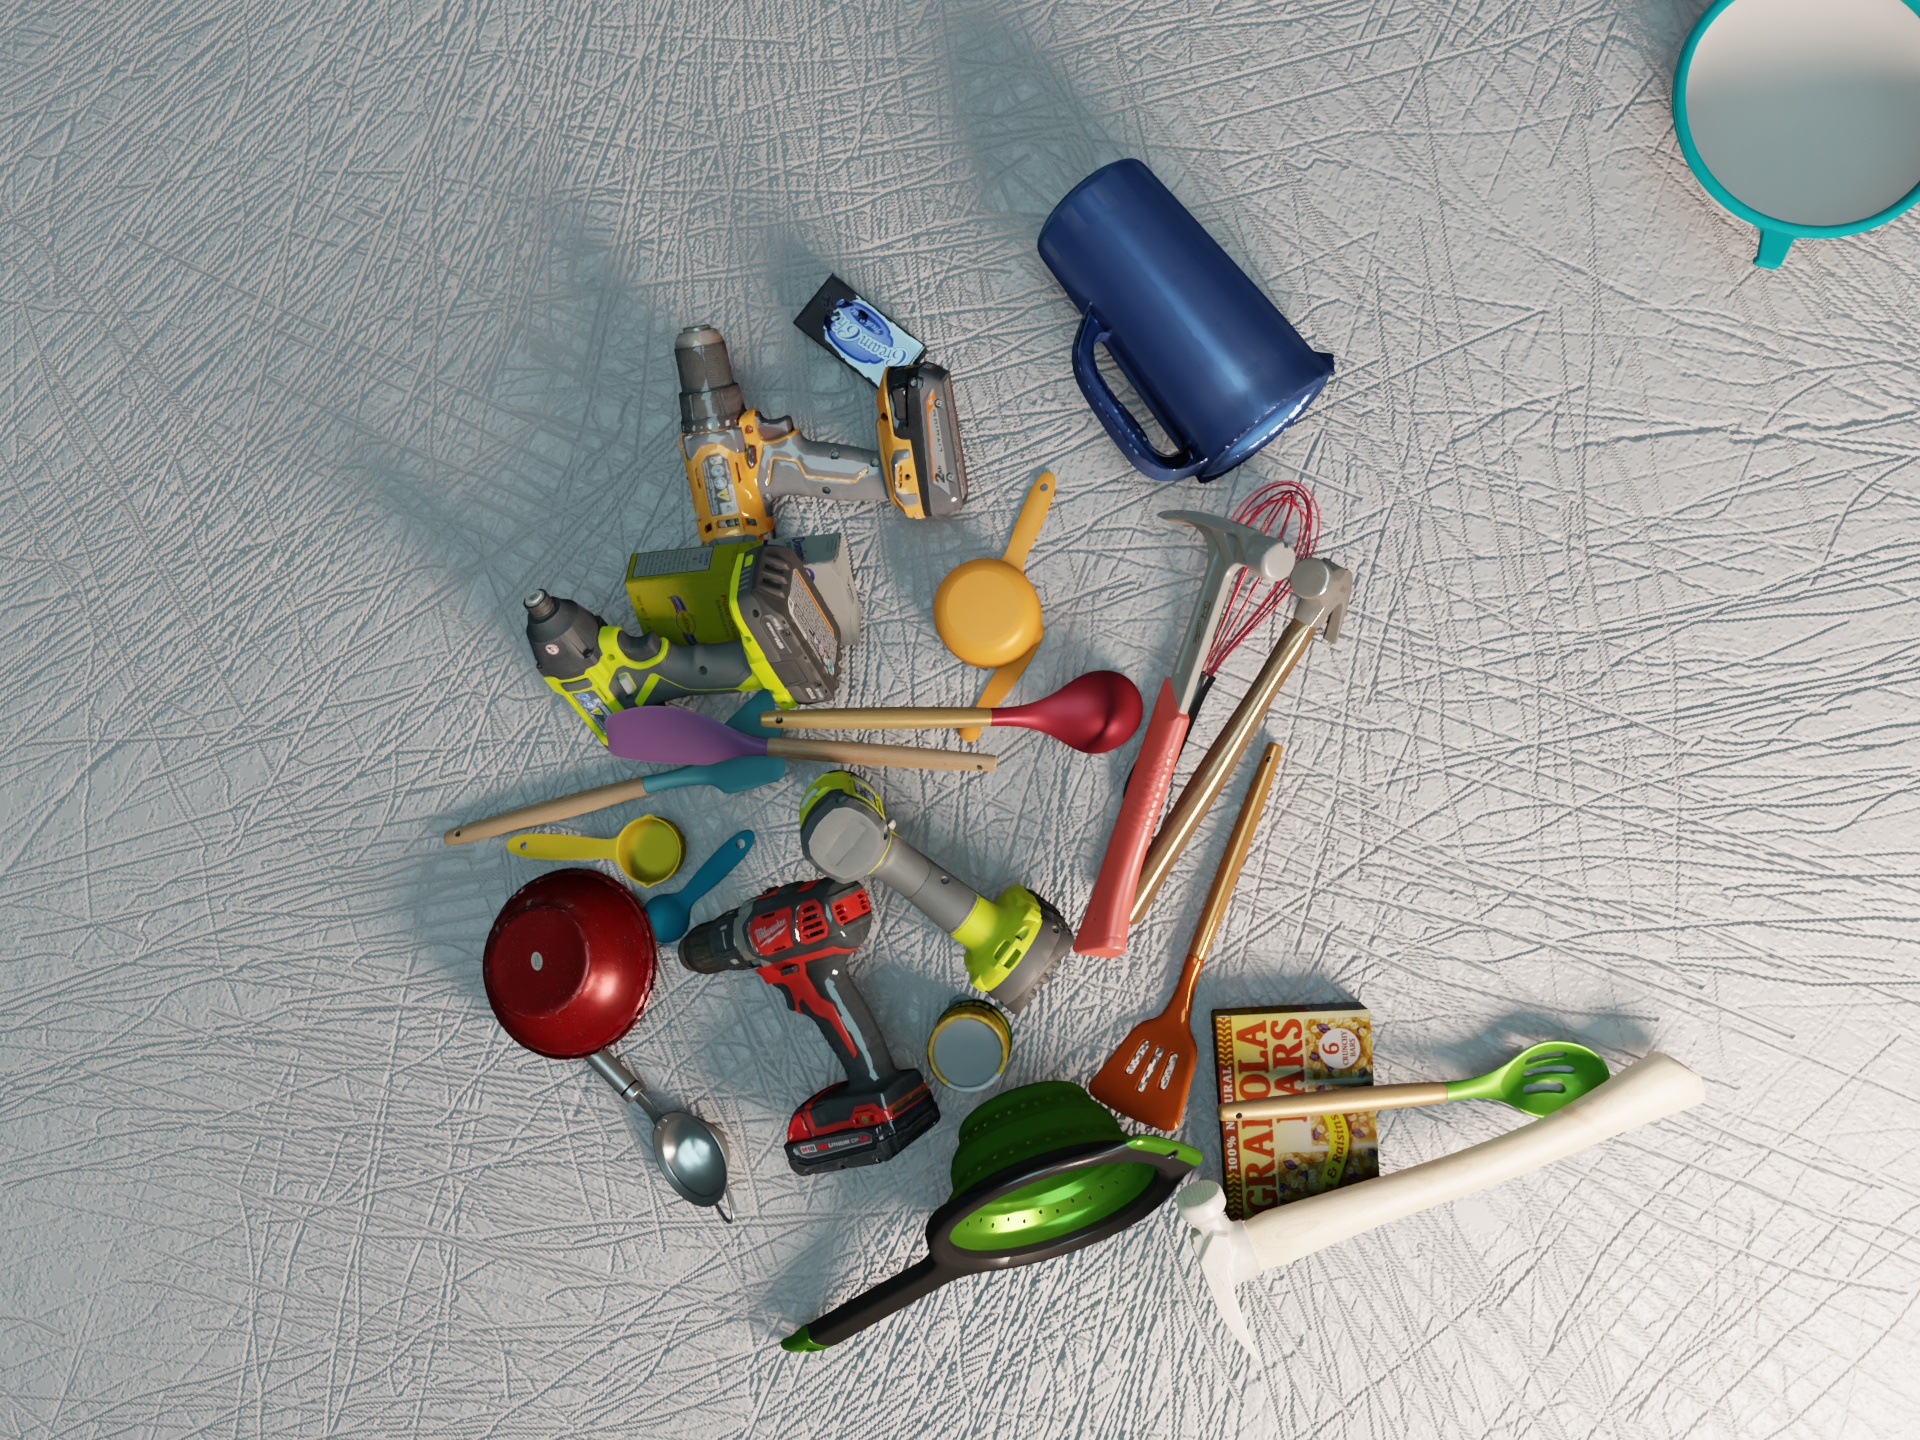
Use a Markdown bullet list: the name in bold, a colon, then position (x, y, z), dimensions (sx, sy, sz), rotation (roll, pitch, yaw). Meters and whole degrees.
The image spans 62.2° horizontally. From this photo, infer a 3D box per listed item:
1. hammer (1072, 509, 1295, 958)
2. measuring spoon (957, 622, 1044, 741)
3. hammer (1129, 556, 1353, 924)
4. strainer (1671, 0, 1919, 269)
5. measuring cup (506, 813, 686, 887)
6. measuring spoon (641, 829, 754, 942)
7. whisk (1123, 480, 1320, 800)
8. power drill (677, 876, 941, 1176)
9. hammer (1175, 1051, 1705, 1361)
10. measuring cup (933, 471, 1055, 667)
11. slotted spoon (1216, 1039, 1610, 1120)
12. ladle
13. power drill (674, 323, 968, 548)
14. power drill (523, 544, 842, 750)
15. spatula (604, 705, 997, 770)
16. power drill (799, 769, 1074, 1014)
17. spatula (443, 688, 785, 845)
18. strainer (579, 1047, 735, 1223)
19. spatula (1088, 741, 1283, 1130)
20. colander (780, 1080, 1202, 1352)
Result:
- **hammer**: position (0.153, 0.015, 1.247), dimensions (0.036, 0.149, 0.359), rotation (12, 100, -30)
- **measuring spoon**: position (0.034, -0.032, 1.320), dimensions (0.021, 0.011, 0.117), rotation (34, 93, 5)
- **hammer**: position (0.214, 0.020, 1.262), dimensions (0.031, 0.130, 0.331), rotation (35, 105, 21)
- **strainer**: position (0.606, -0.514, 1.218), dimensions (0.211, 0.095, 0.340), rotation (-29, 85, 3)
- **measuring cup**: position (-0.308, 0.108, 1.352), dimensions (0.156, 0.029, 0.062), rotation (2, 90, 11)
- **measuring spoon**: position (-0.222, 0.139, 1.342), dimensions (0.128, 0.021, 0.042), rotation (-45, 86, 6)
- **whisk**: position (0.204, -0.057, 1.282), dimensions (0.073, 0.073, 0.296), rotation (27, 100, 5)
- **power drill**: position (-0.129, 0.246, 1.291), dimensions (0.188, 0.080, 0.227), rotation (-20, 90, 33)
- **hammer**: position (0.382, 0.363, 1.237), dimensions (0.410, 0.038, 0.146), rotation (-21, 101, 1)
- **measuring cup**: position (0.037, -0.127, 1.297), dimensions (0.095, 0.052, 0.173), rotation (23, 90, 9)
- **slotted spoon**: position (0.354, 0.291, 1.248), dimensions (0.313, 0.031, 0.070), rotation (-4, 108, -7)
- **ladle**: position (-0.002, -0.004, 1.268), dimensions (0.315, 0.031, 0.069), rotation (-1, 99, -11)
- **power drill**: position (-0.118, -0.237, 1.284), dimensions (0.226, 0.084, 0.185), rotation (-7, 108, 8)
- **power drill**: position (-0.221, -0.058, 1.257), dimensions (0.223, 0.171, 0.080), rotation (-12, 48, 16)
- **spatula**: position (-0.128, 0.021, 1.271), dimensions (0.316, 0.018, 0.059), rotation (5, 129, 3)
- **power drill**: position (-0.030, 0.121, 1.257), dimensions (0.228, 0.190, 0.080), rotation (37, 94, -10)
- **spatula**: position (-0.294, 0.056, 1.340), dimensions (0.317, 0.044, 0.082), rotation (-16, 69, 8)
- **strainer**: position (-0.269, 0.317, 1.340), dimensions (0.258, 0.050, 0.086), rotation (42, 124, 10)
- **spatula**: position (0.198, 0.169, 1.288), dimensions (0.081, 0.041, 0.322), rotation (21, 91, 26)
- **colander**: position (0.000, 0.393, 1.284), dimensions (0.397, 0.204, 0.095), rotation (-35, 52, 20)
